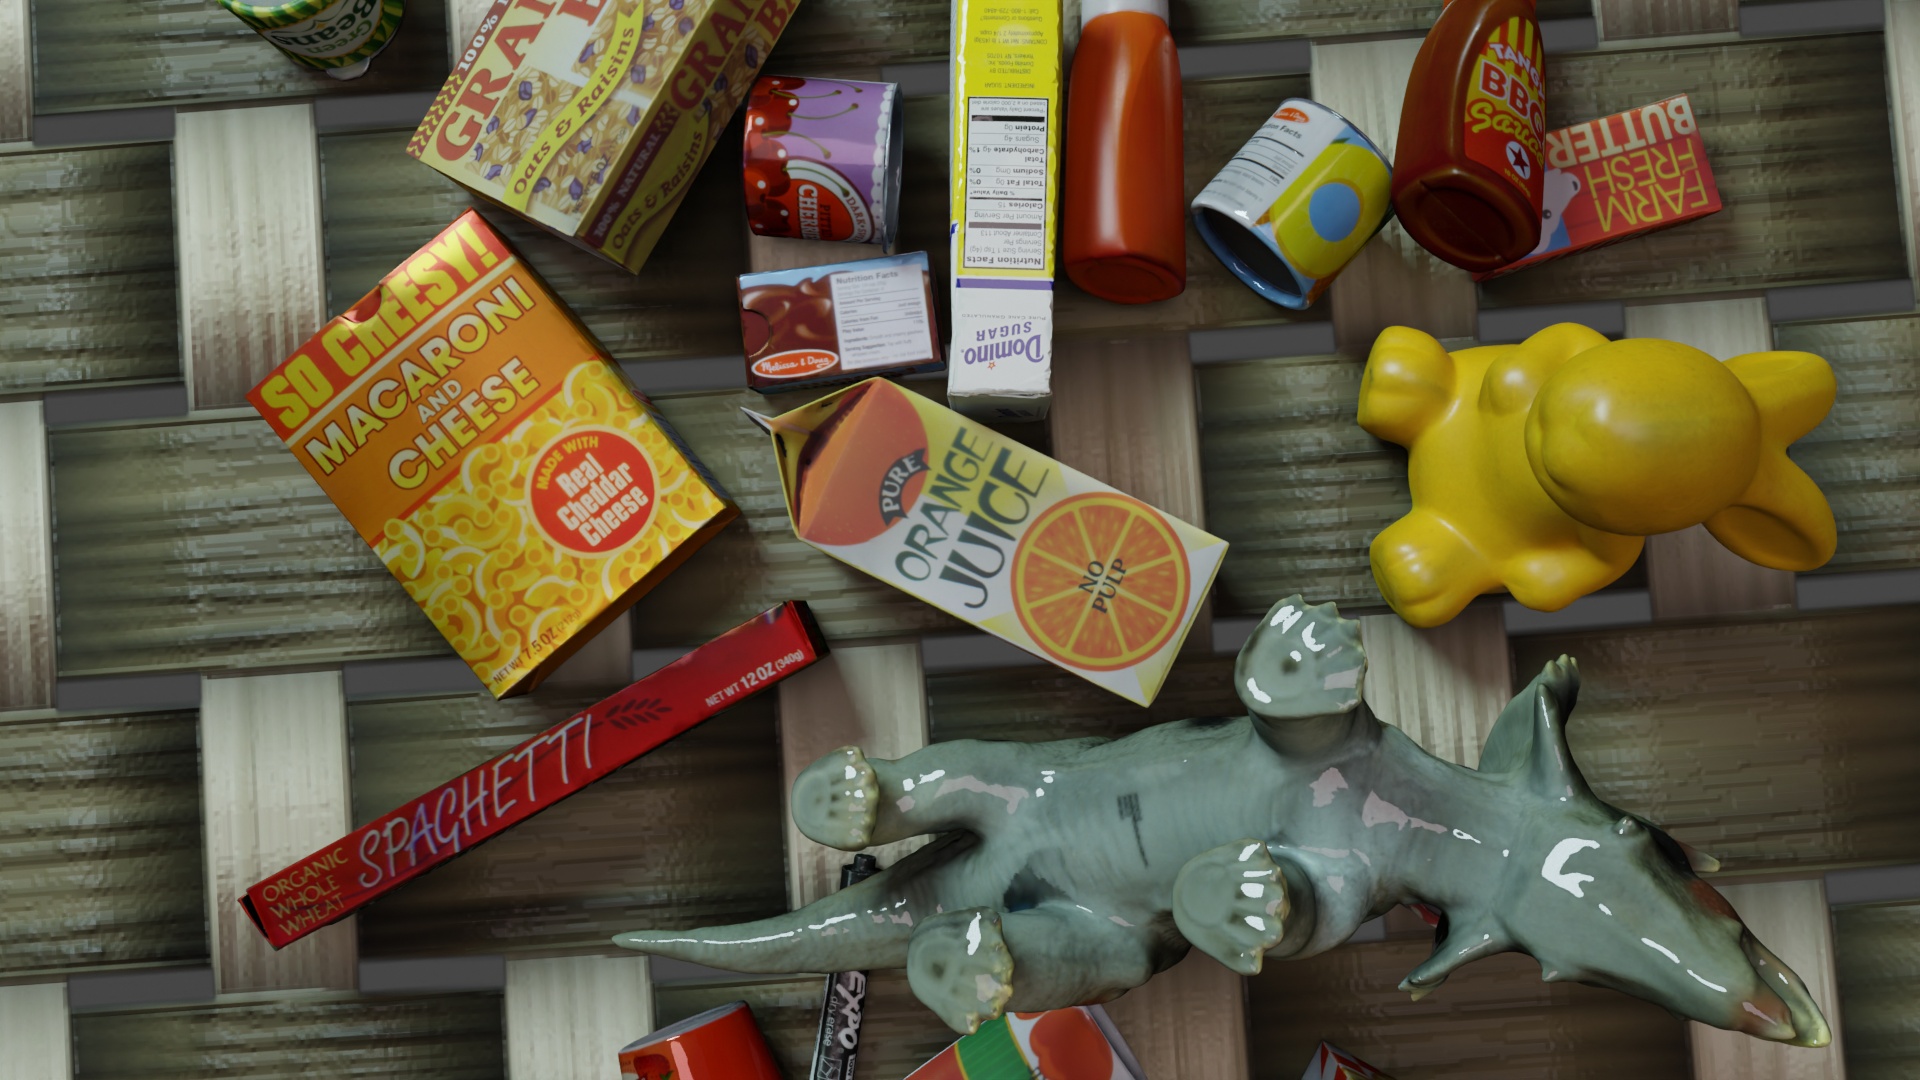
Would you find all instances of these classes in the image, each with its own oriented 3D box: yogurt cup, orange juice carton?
[{"bbox_3d":[-0.104,0.221,0.560,0.072,0.072,0.054,-21,80,0],"label":"yogurt cup"},{"bbox_3d":[0.002,-0.007,0.564,0.193,0.072,0.073,26,88,1],"label":"orange juice carton"}]

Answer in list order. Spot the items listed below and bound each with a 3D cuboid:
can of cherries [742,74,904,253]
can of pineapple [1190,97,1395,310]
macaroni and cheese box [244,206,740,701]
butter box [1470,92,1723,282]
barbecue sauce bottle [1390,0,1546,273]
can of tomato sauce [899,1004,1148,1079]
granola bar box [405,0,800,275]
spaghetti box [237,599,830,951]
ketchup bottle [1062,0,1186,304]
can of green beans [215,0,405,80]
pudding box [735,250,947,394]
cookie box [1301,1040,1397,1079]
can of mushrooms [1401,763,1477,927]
[{"bbox_3d":[-0.055,-0.155,0.573,0.058,0.071,0.071,5,88,1],"label":"can of cherries"},{"bbox_3d":[0.139,-0.136,0.572,0.071,0.071,0.058,43,90,2],"label":"can of pineapple"},{"bbox_3d":[-0.194,-0.037,0.583,0.124,0.040,0.166,-41,88,-2],"label":"macaroni and cheese box"},{"bbox_3d":[0.264,-0.149,0.591,0.103,0.024,0.053,-15,87,0],"label":"butter box"},{"bbox_3d":[0.209,-0.183,0.559,0.065,0.043,0.149,31,60,-28],"label":"barbecue sauce bottle"},{"bbox_3d":[0.028,0.223,0.554,0.083,0.071,0.071,-35,88,-1],"label":"can of tomato sauce"},{"bbox_3d":[-0.138,-0.203,0.565,0.124,0.039,0.165,29,88,32],"label":"granola bar box"},{"bbox_3d":[-0.170,0.094,0.572,0.250,0.050,0.028,-28,87,0],"label":"spaghetti box"},{"bbox_3d":[0.069,-0.177,0.578,0.043,0.065,0.149,-5,78,32],"label":"ketchup bottle"},{"bbox_3d":[-0.278,-0.241,0.585,0.071,0.058,0.071,0,88,1],"label":"can of green beans"},{"bbox_3d":[-0.050,-0.092,0.589,0.084,0.030,0.049,-8,89,0],"label":"pudding box"},{"bbox_3d":[0.216,0.266,0.523,0.167,0.123,0.040,28,90,2],"label":"cookie box"},{"bbox_3d":[0.208,0.129,0.575,0.071,0.033,0.071,0,87,1],"label":"can of mushrooms"}]
